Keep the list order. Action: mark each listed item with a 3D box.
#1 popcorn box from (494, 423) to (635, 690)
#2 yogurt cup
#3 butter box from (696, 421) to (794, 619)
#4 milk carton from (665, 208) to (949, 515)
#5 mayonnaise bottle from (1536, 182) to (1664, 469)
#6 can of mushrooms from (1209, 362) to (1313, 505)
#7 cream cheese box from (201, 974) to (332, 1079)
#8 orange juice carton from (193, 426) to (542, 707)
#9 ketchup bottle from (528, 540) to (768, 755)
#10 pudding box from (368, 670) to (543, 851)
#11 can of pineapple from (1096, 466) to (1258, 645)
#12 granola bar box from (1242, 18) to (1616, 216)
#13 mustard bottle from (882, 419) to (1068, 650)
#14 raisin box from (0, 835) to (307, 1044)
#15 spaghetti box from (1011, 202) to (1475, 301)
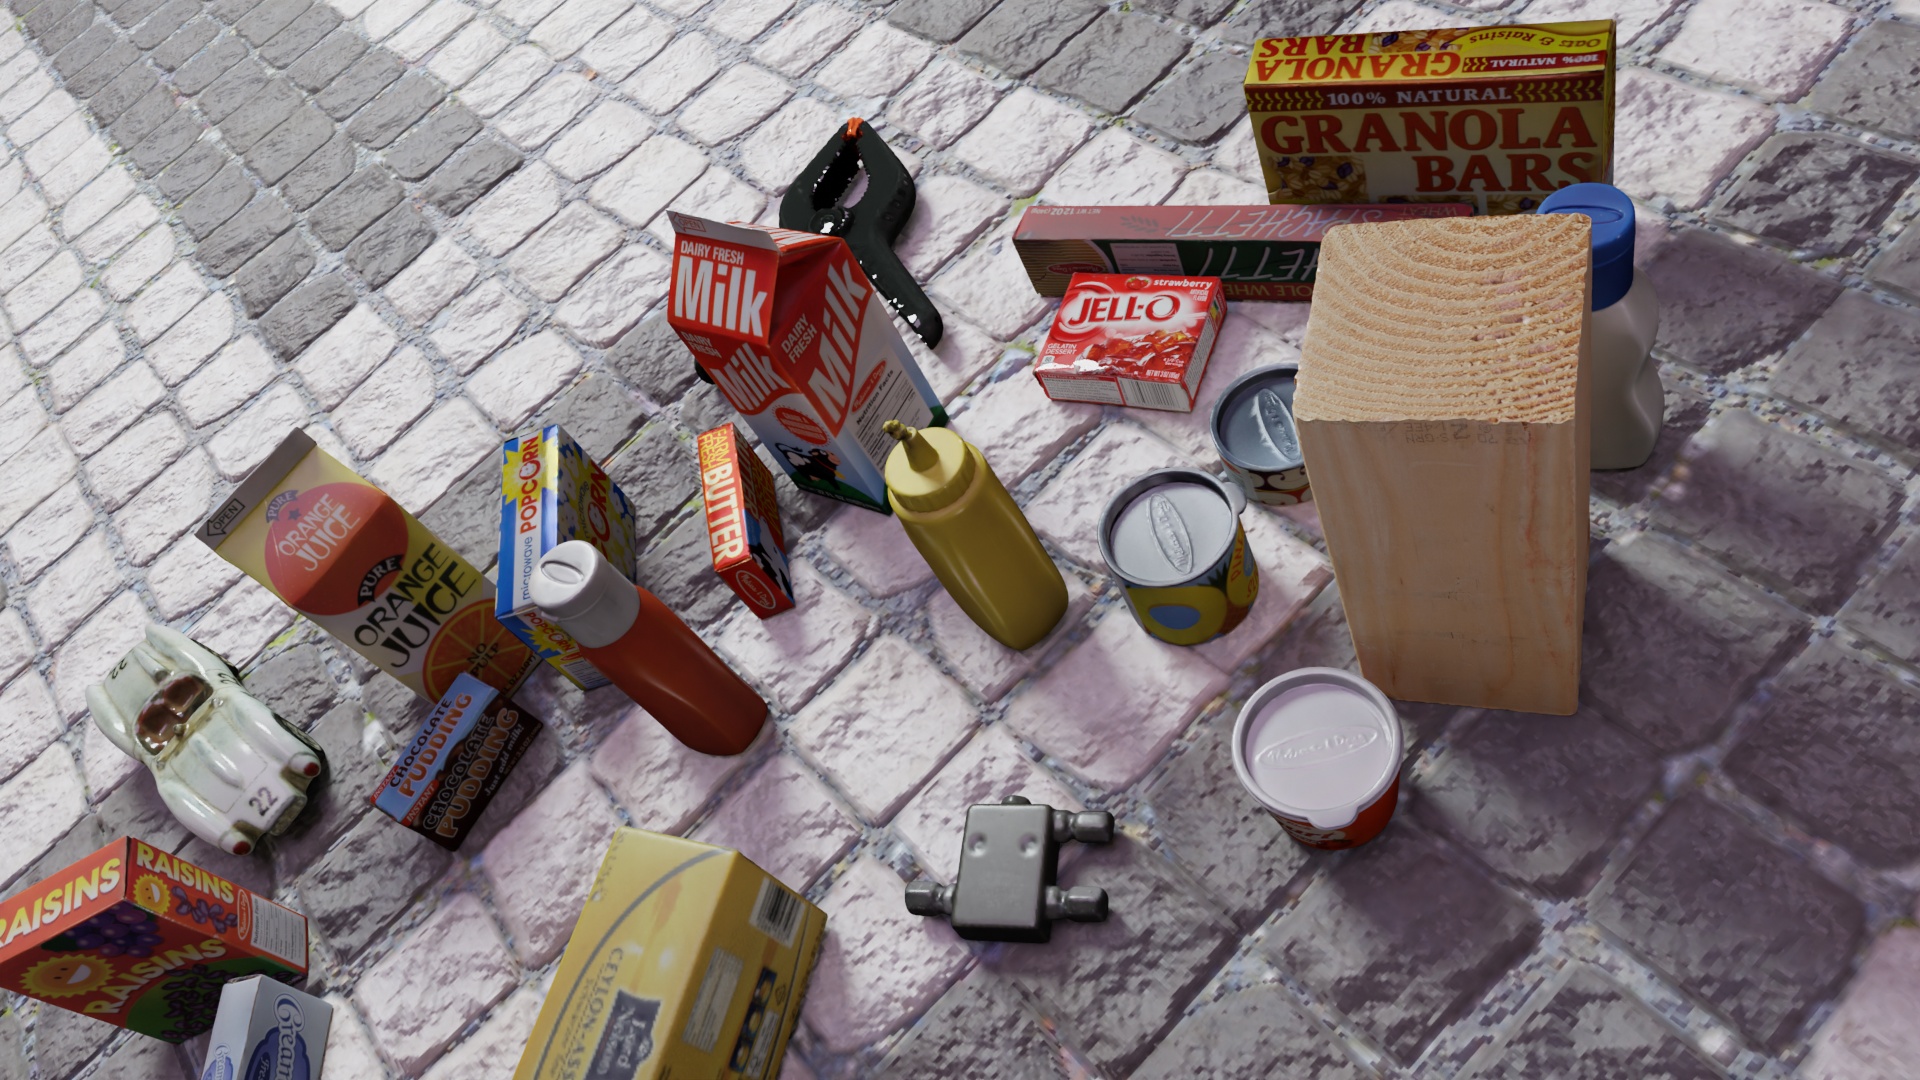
[{"bbox_3d":[-0.219,0.009,0.778,0.038,0.085,0.127,-20,52,10],"label":"popcorn box"},{"bbox_3d":[0.151,0.094,0.578,0.072,0.053,0.073,-12,54,16],"label":"yogurt cup"},{"bbox_3d":[-0.120,-0.012,0.770,0.024,0.053,0.104,-22,51,8],"label":"butter box"},{"bbox_3d":[-0.083,-0.100,0.727,0.072,0.190,0.074,17,66,32],"label":"milk carton"},{"bbox_3d":[0.266,-0.087,0.592,0.065,0.147,0.041,11,63,29],"label":"mayonnaise bottle"},{"bbox_3d":[0.162,-0.053,0.688,0.071,0.033,0.071,-11,54,16],"label":"can of mushrooms"},{"bbox_3d":[-0.339,0.269,0.670,0.024,0.053,0.104,-16,53,13],"label":"cream cheese box"},{"bbox_3d":[-0.311,0.021,0.740,0.073,0.192,0.072,25,70,35],"label":"orange juice carton"},{"bbox_3d":[-0.153,0.054,0.677,0.065,0.148,0.044,16,65,32],"label":"ketchup bottle"},{"bbox_3d":[-0.271,0.118,0.747,0.030,0.049,0.084,18,66,32],"label":"pudding box"},{"bbox_3d":[0.105,0.008,0.655,0.071,0.057,0.071,-12,54,16],"label":"can of pineapple"},{"bbox_3d":[0.235,-0.195,0.696,0.165,0.123,0.039,7,61,27],"label":"granola bar box"},{"bbox_3d":[0.002,-0.008,0.645,0.049,0.159,0.065,-43,52,-8],"label":"mustard bottle"},{"bbox_3d":[-0.407,0.203,0.700,0.086,0.123,0.040,-27,51,4],"label":"raisin box"},{"bbox_3d":[0.151,-0.155,0.753,0.250,0.050,0.029,7,61,27],"label":"spaghetti box"}]
